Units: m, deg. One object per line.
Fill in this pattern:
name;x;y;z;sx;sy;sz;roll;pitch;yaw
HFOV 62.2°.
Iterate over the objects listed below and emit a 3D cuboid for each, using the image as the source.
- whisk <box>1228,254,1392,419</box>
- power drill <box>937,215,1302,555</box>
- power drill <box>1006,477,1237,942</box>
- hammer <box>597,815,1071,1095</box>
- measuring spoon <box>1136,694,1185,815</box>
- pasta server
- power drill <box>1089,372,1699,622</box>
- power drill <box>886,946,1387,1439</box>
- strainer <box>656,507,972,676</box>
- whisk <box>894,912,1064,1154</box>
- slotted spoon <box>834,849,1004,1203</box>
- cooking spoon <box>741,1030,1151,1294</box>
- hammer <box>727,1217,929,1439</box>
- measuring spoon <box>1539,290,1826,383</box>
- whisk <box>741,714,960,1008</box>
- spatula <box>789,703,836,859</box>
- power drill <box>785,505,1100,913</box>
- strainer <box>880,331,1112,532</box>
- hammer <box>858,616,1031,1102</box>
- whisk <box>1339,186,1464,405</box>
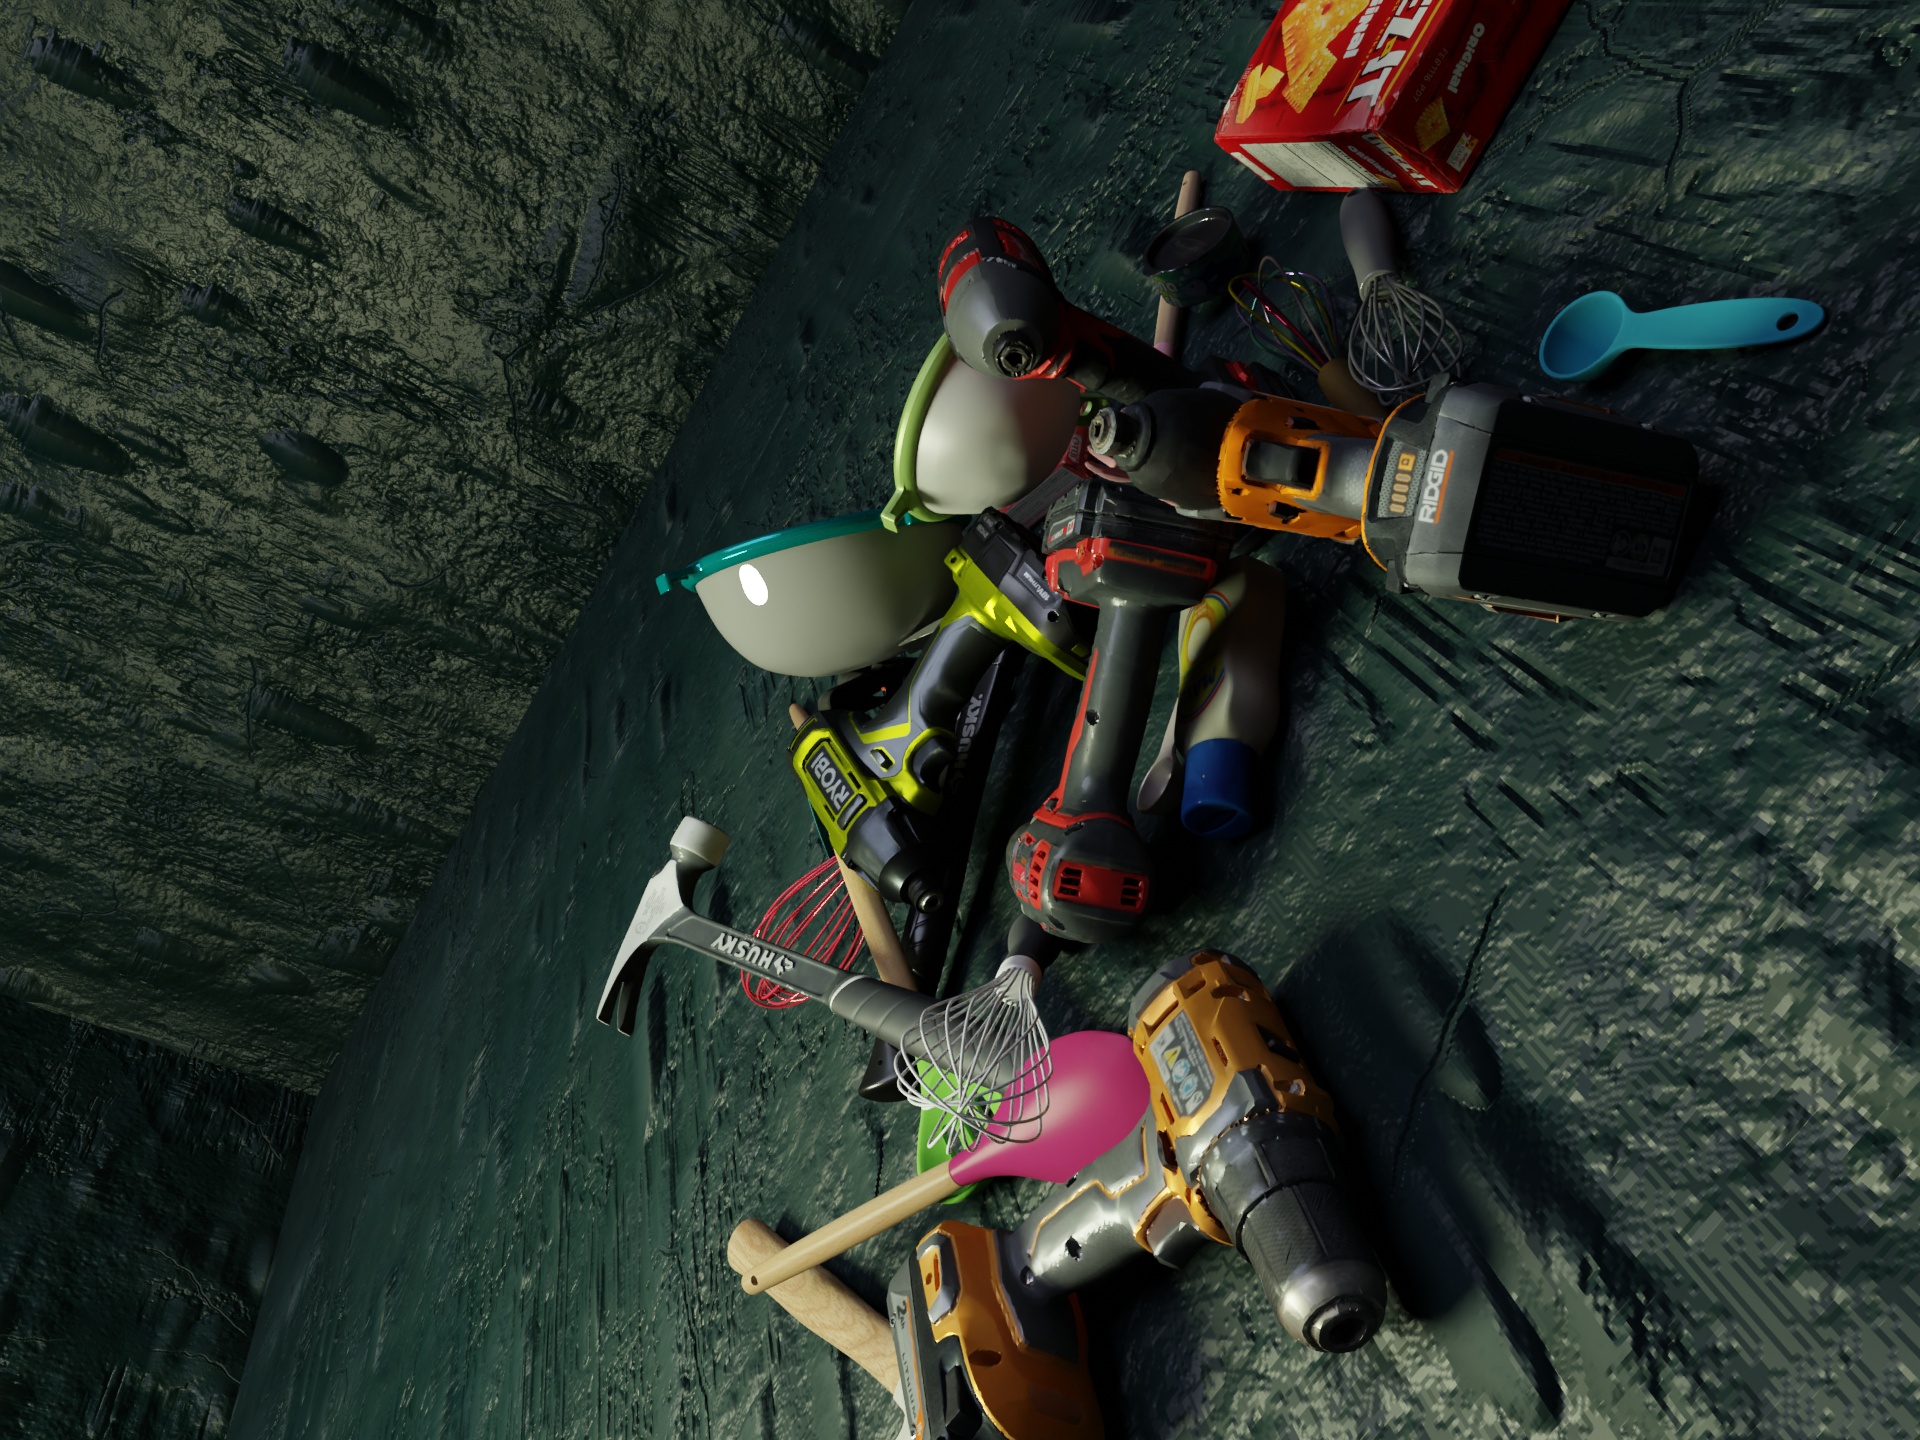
whisk;0.197;-0.199;0.879;0.051;0.047;0.245;-51;28;26
power drill;0.088;-0.185;0.867;0.078;0.219;0.143;-53;24;26
power drill;0.070;-0.001;0.837;0.188;0.080;0.227;180;100;-83
hammer;-0.079;0.160;0.933;0.409;0.036;0.149;11;68;47
measuring spoon;0.126;0.000;0.863;0.034;0.018;0.124;-34;29;62
pasta server;0.140;-0.281;1.103;0.060;0.040;0.316;-22;44;42
power drill;0.165;-0.102;0.668;0.227;0.164;0.084;-149;67;-63
power drill;0.071;0.227;0.650;0.226;0.084;0.186;-52;26;17
strainer;-0.071;-0.084;1.191;0.340;0.211;0.095;-4;-100;-77
whisk;0.024;0.136;0.768;0.070;0.070;0.284;-59;-4;12
slotted spoon;-0.035;0.154;0.943;0.070;0.031;0.314;-47;40;17
cooking spoon;-0.017;0.242;0.821;0.319;0.017;0.069;-38;70;34
hammer;-0.072;0.339;0.903;0.331;0.031;0.130;-9;57;64
measuring spoon;0.296;-0.156;0.652;0.129;0.021;0.042;17;82;59
whisk;-0.059;0.089;1.116;0.296;0.073;0.073;-53;23;11
spatula;-0.127;0.029;1.346;0.044;0.082;0.318;-19;17;-9
power drill;-0.002;-0.003;0.973;0.223;0.080;0.171;-51;43;13
strainer;0.056;-0.190;1.026;0.256;0.069;0.151;-18;-46;-57
hammer;-0.010;0.076;1.014;0.146;0.035;0.335;-3;65;42
whisk;0.227;-0.232;0.847;0.055;0.055;0.239;-48;22;35
